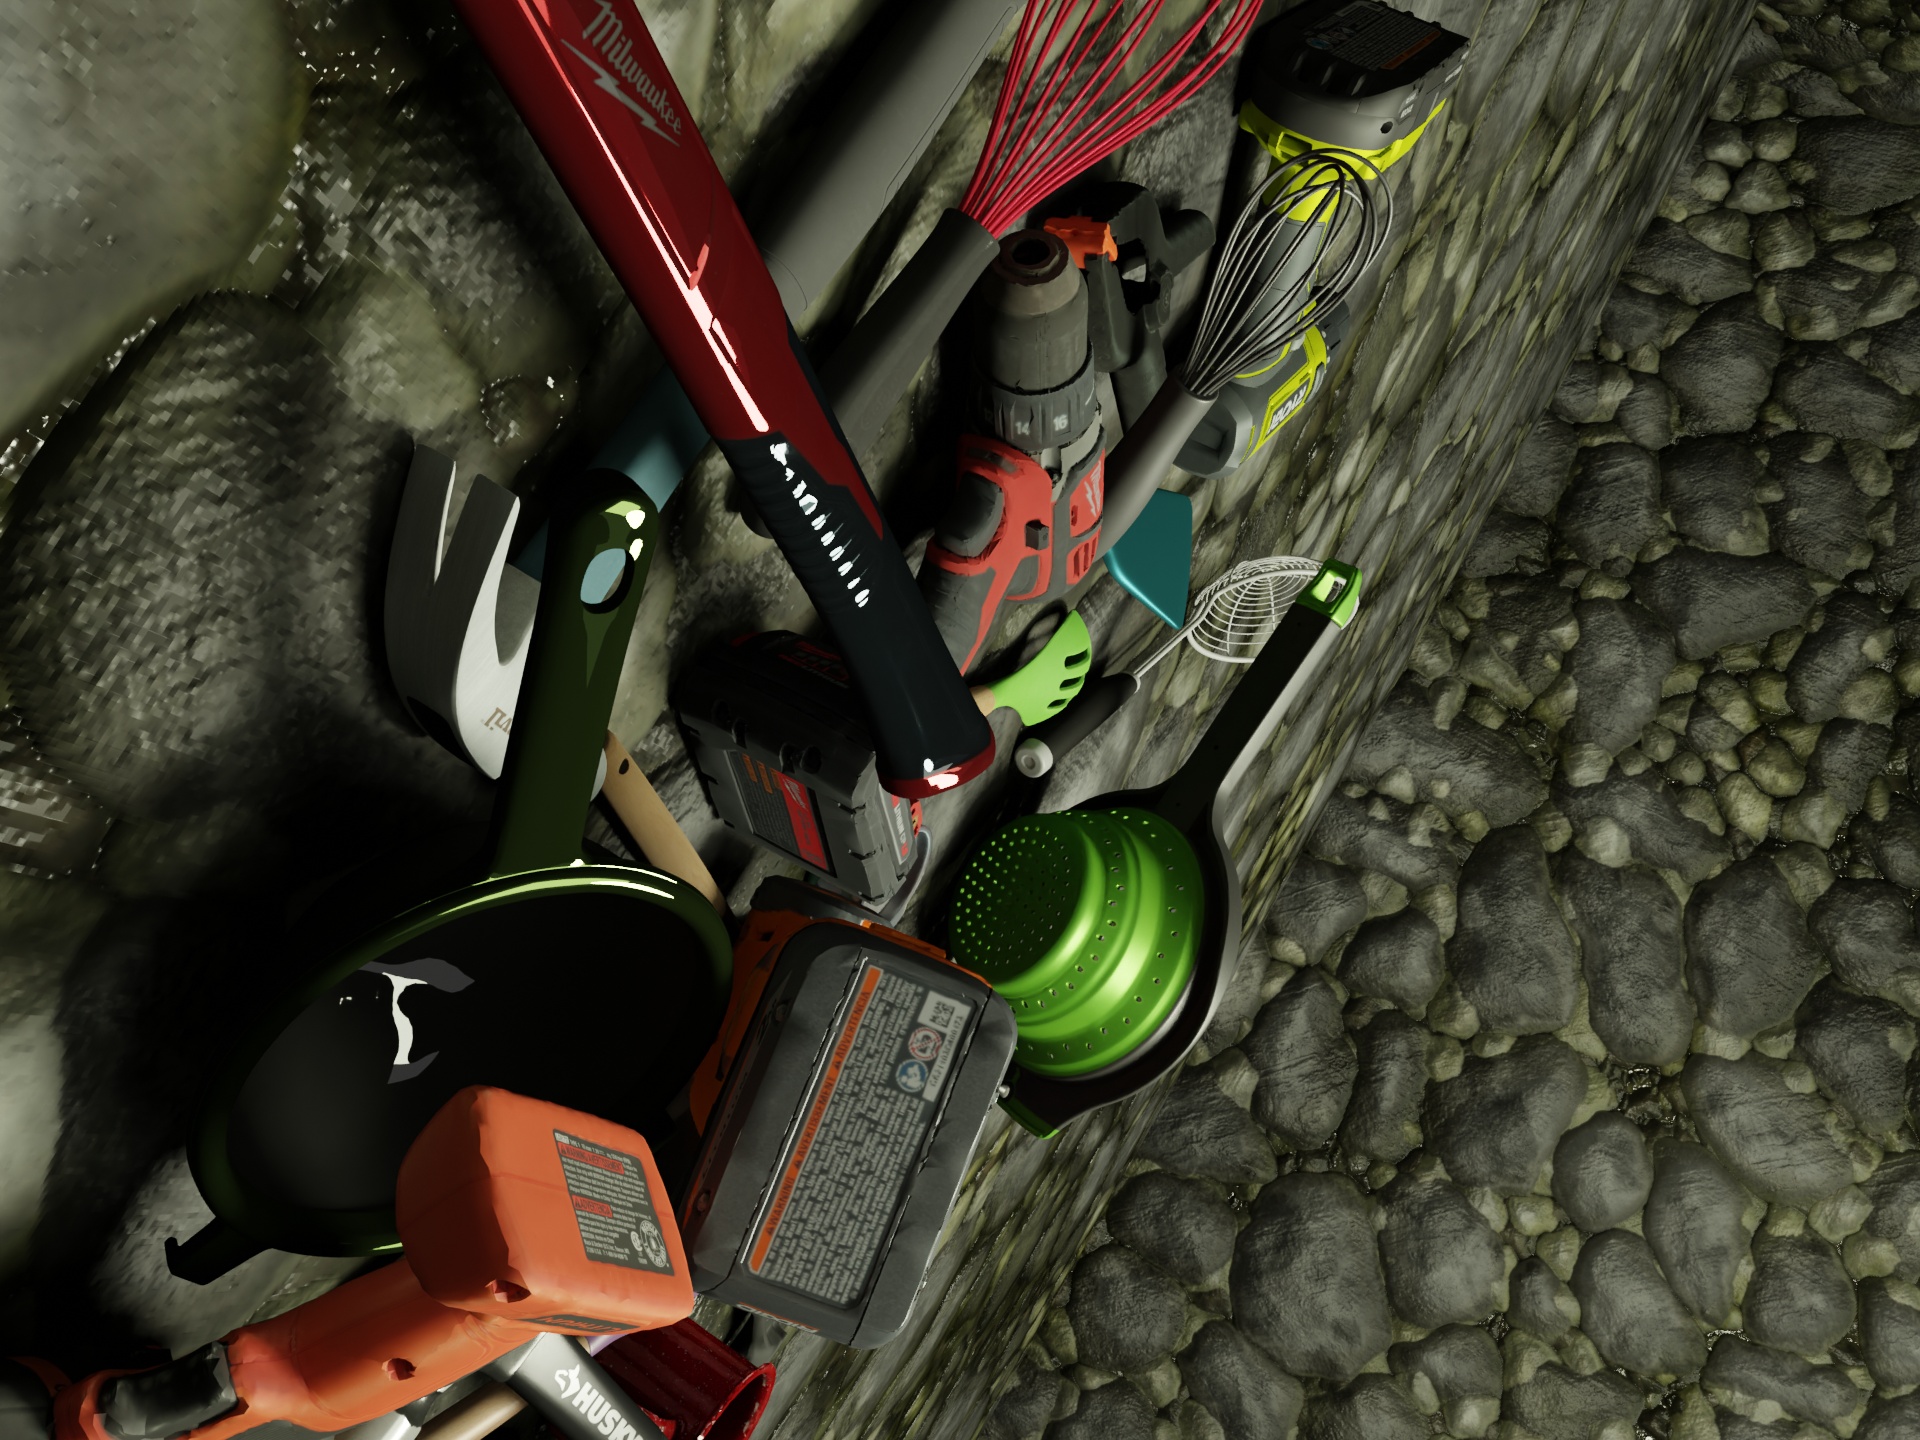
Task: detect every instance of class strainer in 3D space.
[{"bbox_3d":[-0.129,0.036,0.426,0.151,0.069,0.256,-7,131,-38],"label":"strainer"}]

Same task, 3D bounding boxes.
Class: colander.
[{"bbox_3d":[0.106,0.054,0.961,0.094,0.205,0.397,33,91,-37],"label":"colander"}]

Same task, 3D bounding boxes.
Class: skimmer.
[{"bbox_3d":[0.158,-0.026,1.083,0.127,0.090,0.363,-36,-179,43],"label":"skimmer"}]

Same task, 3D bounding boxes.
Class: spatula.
[{"bbox_3d":[0.073,-0.132,0.786,0.317,0.044,0.082,46,49,-69],"label":"spatula"},{"bbox_3d":[-0.183,0.282,0.682,0.316,0.018,0.059,-19,139,-54],"label":"spatula"}]

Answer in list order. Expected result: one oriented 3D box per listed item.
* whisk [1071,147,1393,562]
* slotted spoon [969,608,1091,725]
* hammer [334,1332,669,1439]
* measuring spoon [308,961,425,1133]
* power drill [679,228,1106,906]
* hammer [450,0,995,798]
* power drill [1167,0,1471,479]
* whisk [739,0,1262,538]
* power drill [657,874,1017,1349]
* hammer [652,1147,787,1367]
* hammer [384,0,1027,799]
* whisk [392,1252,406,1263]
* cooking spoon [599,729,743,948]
[{"bbox_3d":[0.103,-0.143,0.683,0.055,0.055,0.239,-44,173,-42],"label":"whisk"},{"bbox_3d":[-0.001,-0.003,0.801,0.314,0.031,0.070,-25,138,-58],"label":"slotted spoon"},{"bbox_3d":[-0.132,0.327,0.701,0.146,0.035,0.334,-51,134,-31],"label":"hammer"},{"bbox_3d":[-0.164,0.084,0.507,0.124,0.018,0.034,-54,160,-23],"label":"measuring spoon"},{"bbox_3d":[-0.011,-0.061,0.621,0.227,0.080,0.187,-56,161,-25],"label":"power drill"},{"bbox_3d":[-0.048,-0.100,0.389,0.385,0.038,0.143,63,44,-56],"label":"hammer"},{"bbox_3d":[0.189,-0.261,0.861,0.190,0.080,0.228,-44,157,-42],"label":"power drill"},{"bbox_3d":[0.016,-0.184,0.549,0.296,0.073,0.073,-54,161,-3],"label":"whisk"},{"bbox_3d":[-0.063,0.143,0.575,0.164,0.084,0.226,-68,-168,-8],"label":"power drill"},{"bbox_3d":[-0.131,0.303,0.877,0.127,0.034,0.336,-54,160,-25],"label":"hammer"},{"bbox_3d":[-0.056,-0.129,0.472,0.331,0.033,0.128,-58,162,-12],"label":"hammer"},{"bbox_3d":[-0.235,0.236,0.503,0.245,0.051,0.047,-40,146,-54],"label":"whisk"},{"bbox_3d":[-0.104,0.078,0.657,0.069,0.017,0.318,-62,163,-22],"label":"cooking spoon"}]
